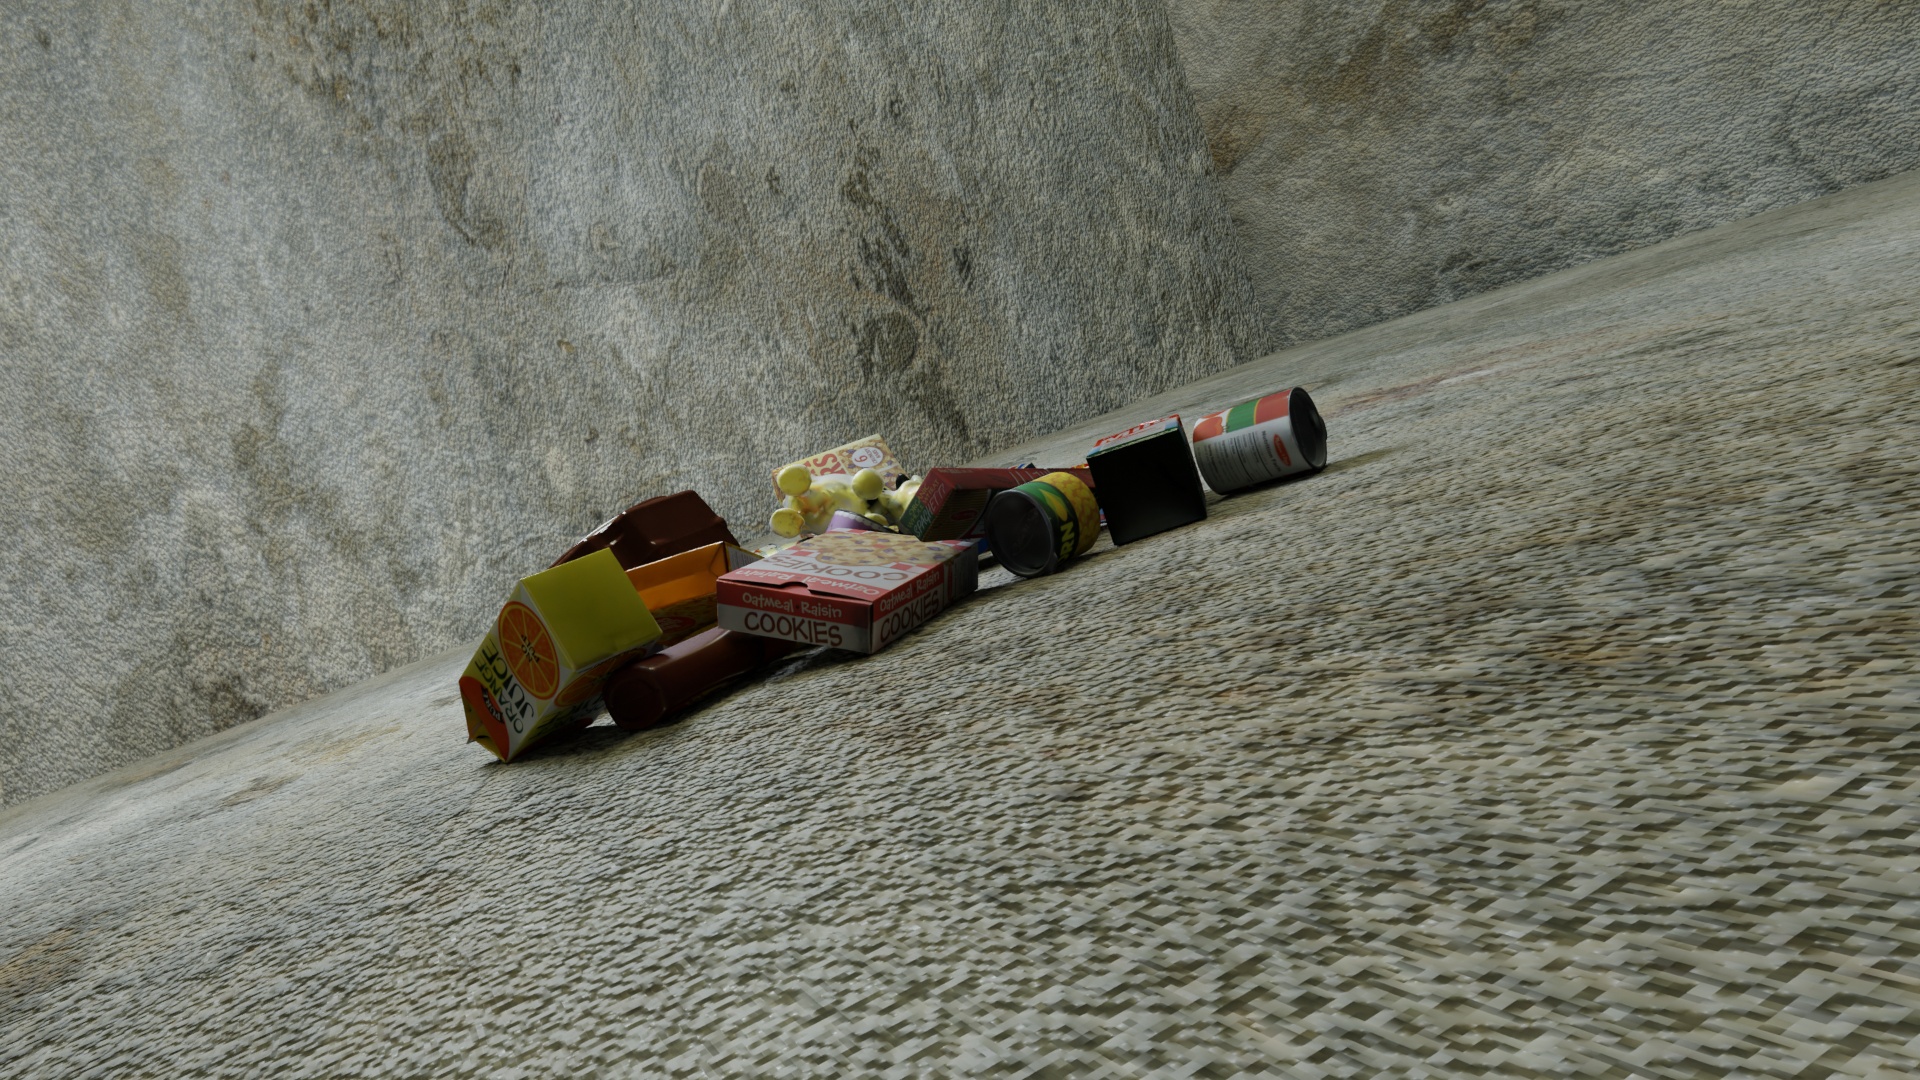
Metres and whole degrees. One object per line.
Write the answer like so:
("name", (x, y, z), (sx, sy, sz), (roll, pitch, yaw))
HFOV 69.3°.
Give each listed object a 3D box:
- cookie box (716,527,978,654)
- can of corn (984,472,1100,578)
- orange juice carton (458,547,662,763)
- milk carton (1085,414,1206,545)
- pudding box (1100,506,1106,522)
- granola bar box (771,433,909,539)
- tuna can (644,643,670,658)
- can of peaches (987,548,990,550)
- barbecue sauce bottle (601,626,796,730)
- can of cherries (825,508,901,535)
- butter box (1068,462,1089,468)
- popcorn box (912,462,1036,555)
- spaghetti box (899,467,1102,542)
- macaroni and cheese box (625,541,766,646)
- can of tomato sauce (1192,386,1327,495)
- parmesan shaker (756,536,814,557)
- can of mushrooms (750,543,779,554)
("cookie box", (-0.077, 0.031, 0.993), (0.123, 0.040, 0.168), (7, 16, 25))
("can of corn", (0.063, -0.011, 1.021), (0.071, 0.071, 0.058), (-14, 6, 46))
("orange juice carton", (-0.287, 0.091, 0.968), (0.072, 0.073, 0.191), (-24, -15, -44))
("milk carton", (0.150, -0.053, 1.103), (0.073, 0.072, 0.191), (-18, 6, 11))
("pudding box", (0.124, -0.035, 1.236), (0.050, 0.030, 0.083), (-22, 6, -25))
("granola bar box", (-0.105, -0.029, 1.413), (0.124, 0.038, 0.166), (-20, 46, -16))
("tuna can", (-0.270, 0.085, 1.182), (0.071, 0.071, 0.033), (-16, 4, 32))
("can of peaches", (0.005, -0.016, 1.315), (0.071, 0.058, 0.071), (-18, 4, 2))
("barbecue sauce bottle", (-0.175, 0.085, 0.968), (0.064, 0.043, 0.149), (-22, 1, 37))
("can of cherries", (-0.086, 0.013, 1.172), (0.071, 0.058, 0.071), (23, -10, 5))
("butter box", (0.085, -0.051, 1.391), (0.103, 0.024, 0.053), (-17, 6, 5))
("popcorn box", (0.012, -0.014, 1.195), (0.127, 0.038, 0.085), (-37, 8, -13))
("spaghetti box", (0.044, -0.030, 1.086), (0.250, 0.029, 0.050), (-4, -48, -56))
("macaroni and cheese box", (-0.196, 0.051, 1.105), (0.123, 0.040, 0.166), (-16, -17, 18))
("can of tomato sauce", (0.233, -0.077, 1.080), (0.083, 0.071, 0.071), (-16, 5, 34))
("parmesan shaker", (-0.175, 0.041, 1.302), (0.103, 0.071, 0.071), (-18, 5, 9))
("can of mushrooms", (-0.190, 0.040, 1.385), (0.033, 0.071, 0.071), (-22, 6, -29))
